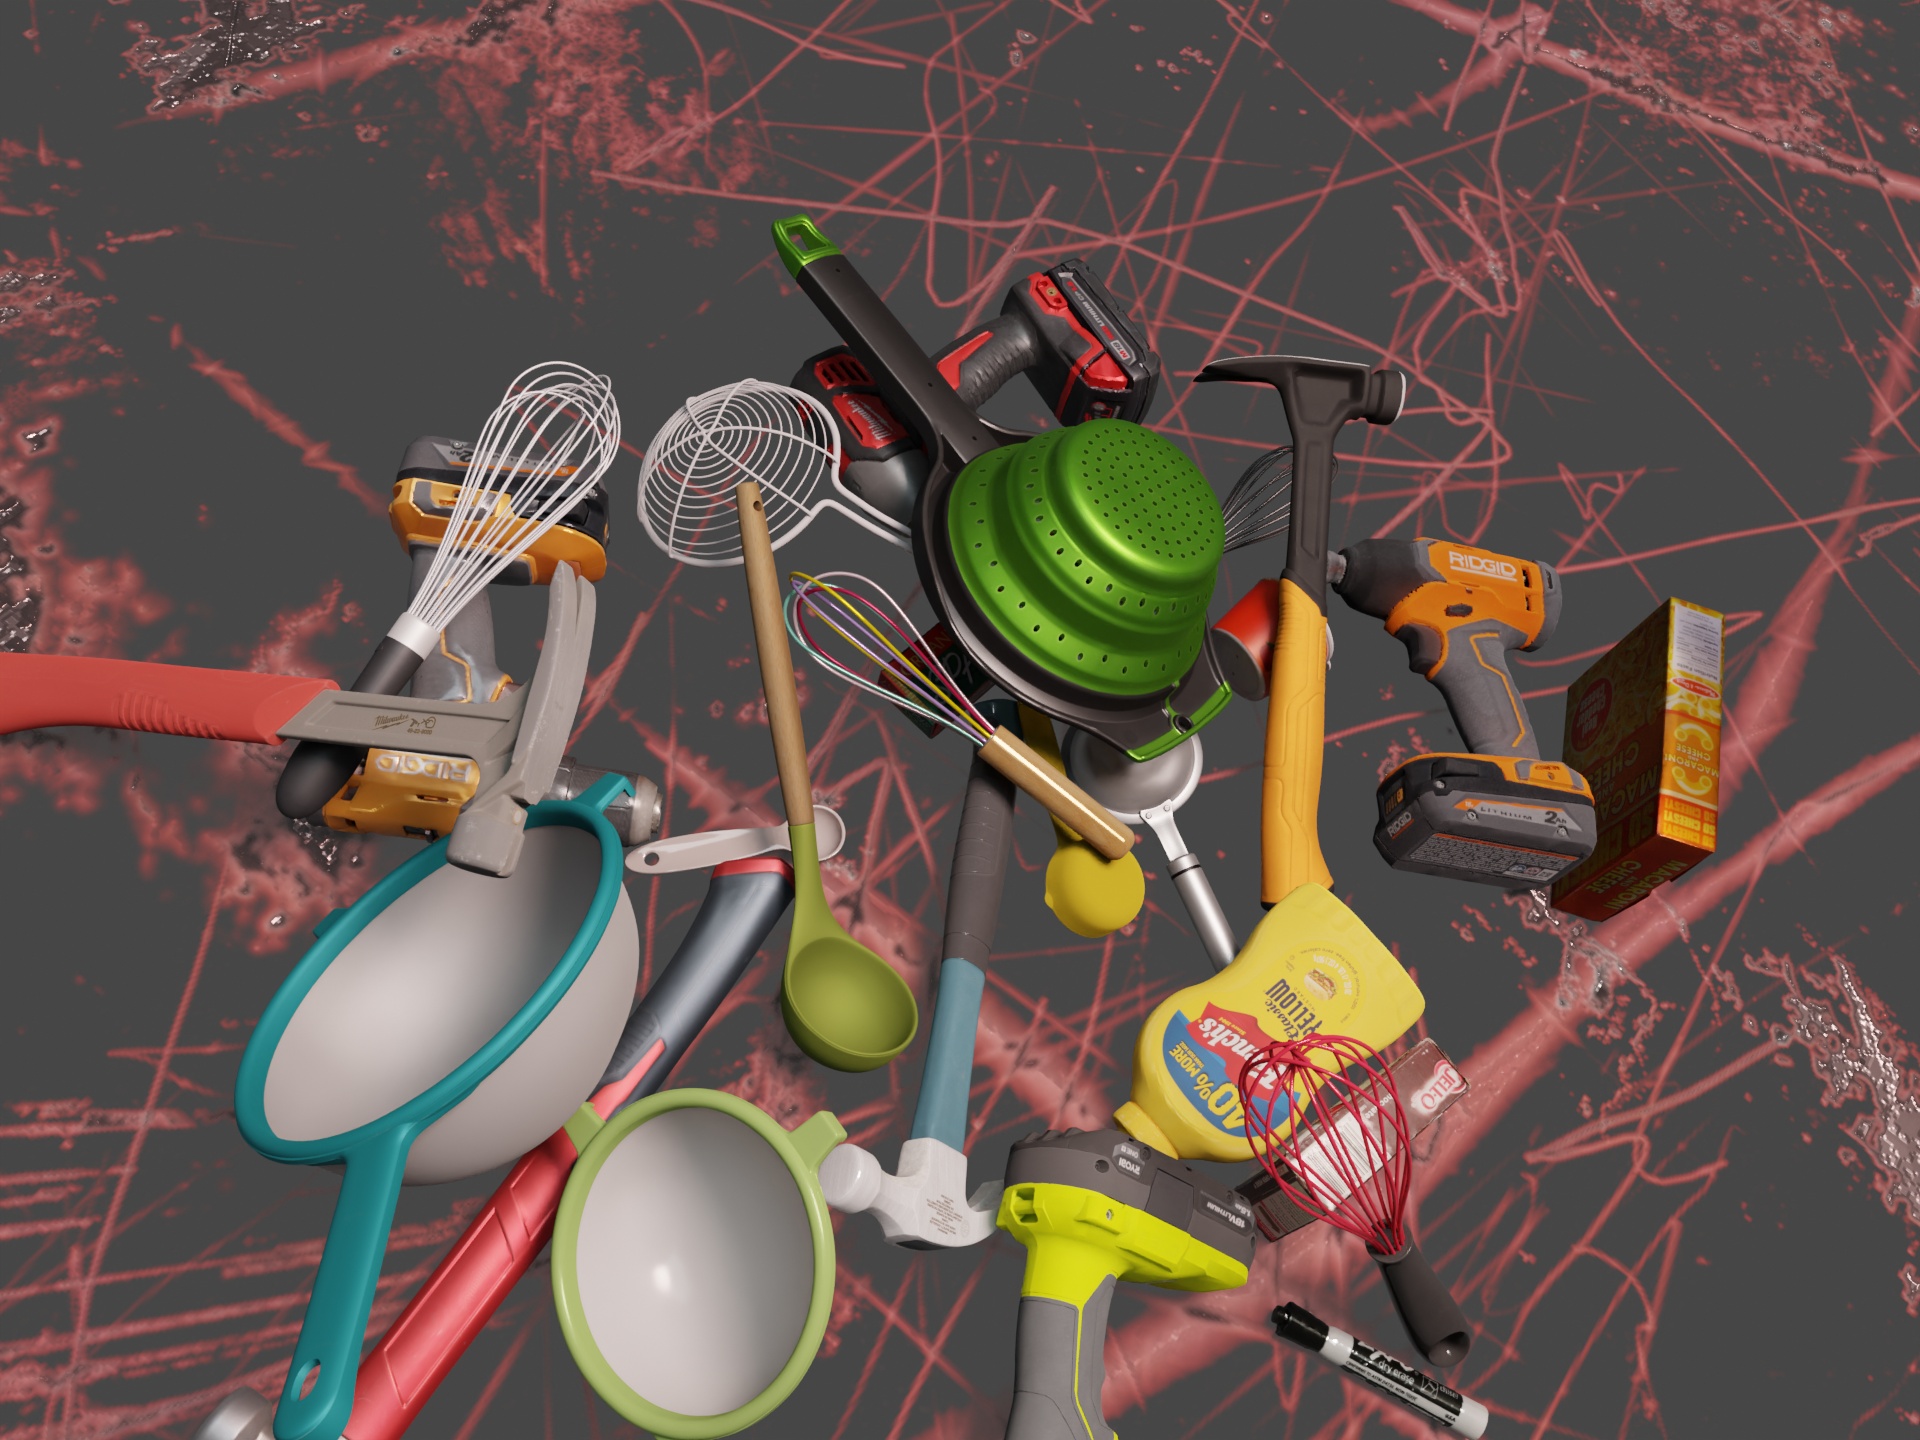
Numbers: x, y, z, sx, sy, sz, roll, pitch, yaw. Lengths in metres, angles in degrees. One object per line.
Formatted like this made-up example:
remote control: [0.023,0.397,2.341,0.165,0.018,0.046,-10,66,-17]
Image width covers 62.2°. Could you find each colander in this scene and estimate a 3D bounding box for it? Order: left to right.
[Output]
colander: [0.032,-0.166,0.914,0.204,0.094,0.397,-31,80,-42]

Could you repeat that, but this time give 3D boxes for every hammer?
hammer: [-0.353,-0.016,0.789,0.359,0.036,0.149,5,71,20]
hammer: [-0.186,0.229,0.792,0.143,0.038,0.386,34,61,4]
hammer: [0.003,0.123,0.864,0.128,0.033,0.331,41,45,-35]
hammer: [0.197,-0.052,0.955,0.127,0.034,0.337,4,85,-8]

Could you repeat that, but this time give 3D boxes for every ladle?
ladle: [-0.081,0.028,0.848,0.078,0.062,0.320,-8,87,-47]

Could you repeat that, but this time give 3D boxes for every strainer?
strainer: [-0.223,0.179,0.707,0.211,0.095,0.341,-26,33,12]
strainer: [-0.111,0.299,0.727,0.151,0.069,0.256,-5,78,25]
strainer: [0.130,0.078,0.939,0.087,0.050,0.259,-22,73,-5]

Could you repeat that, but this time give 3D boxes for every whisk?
whisk: [-0.267,-0.070,0.831,0.070,0.070,0.285,30,75,3]
whisk: [-0.001,-0.003,0.888,0.245,0.047,0.051,39,45,-3]
whisk: [0.160,-0.115,1.041,0.239,0.055,0.055,-36,76,-21]
whisk: [0.201,0.240,0.764,0.073,0.295,0.073,-19,39,16]

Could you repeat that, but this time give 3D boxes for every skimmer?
skimmer: [-0.017,-0.088,0.957,0.363,0.090,0.127,27,70,-13]

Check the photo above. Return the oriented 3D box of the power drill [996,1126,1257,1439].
power drill: [0.073,0.331,0.759,0.190,0.080,0.229,32,56,-26]

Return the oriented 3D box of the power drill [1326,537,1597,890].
power drill: [0.305,-0.017,1.001,0.164,0.084,0.227,10,58,-11]

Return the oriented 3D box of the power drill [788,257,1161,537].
power drill: [0.013,-0.203,1.037,0.219,0.078,0.143,-27,72,-20]

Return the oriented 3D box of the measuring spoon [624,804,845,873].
measuring spoon: [-0.127,0.073,0.901,0.124,0.018,0.034,-8,65,-9]

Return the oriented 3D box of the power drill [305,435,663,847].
power drill: [-0.248,-0.035,0.890,0.185,0.084,0.226,9,67,-8]

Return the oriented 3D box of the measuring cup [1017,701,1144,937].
measuring cup: [0.066,0.048,0.923,0.062,0.029,0.156,-10,79,-35]
